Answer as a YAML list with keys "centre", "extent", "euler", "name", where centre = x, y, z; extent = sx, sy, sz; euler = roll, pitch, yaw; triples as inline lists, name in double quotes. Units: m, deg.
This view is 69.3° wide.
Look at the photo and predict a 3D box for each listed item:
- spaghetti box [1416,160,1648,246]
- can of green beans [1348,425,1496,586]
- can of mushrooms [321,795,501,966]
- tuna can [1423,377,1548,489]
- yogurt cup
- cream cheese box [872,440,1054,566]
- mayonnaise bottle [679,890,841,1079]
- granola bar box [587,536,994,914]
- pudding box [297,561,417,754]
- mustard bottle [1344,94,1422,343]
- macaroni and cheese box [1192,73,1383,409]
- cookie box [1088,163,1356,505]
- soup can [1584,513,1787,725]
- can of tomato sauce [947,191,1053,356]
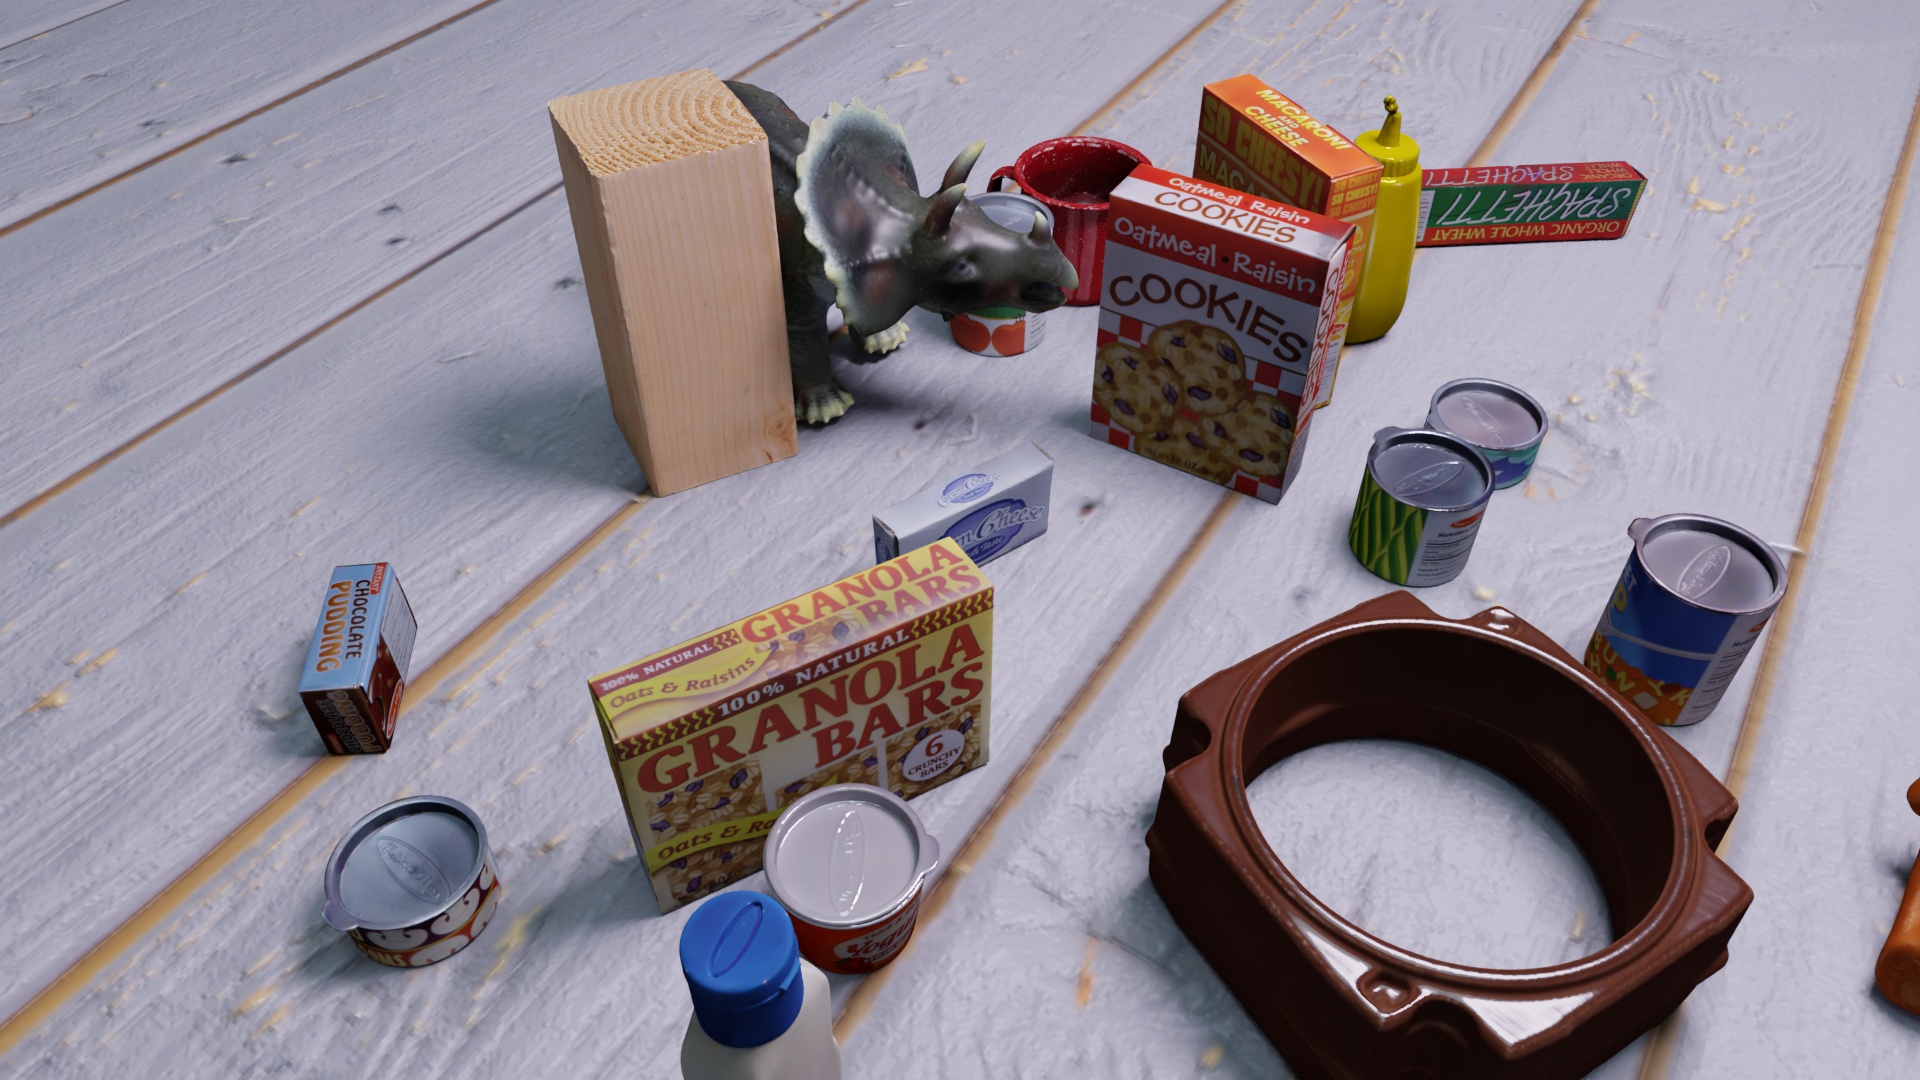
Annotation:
- centre: [0.352, -0.235, 0.980]
  extent: [0.250, 0.049, 0.029]
  euler: [-3, 44, -4]
  name: "spaghetti box"
- centre: [0.247, -0.018, 0.749]
  extent: [0.071, 0.057, 0.071]
  euler: [0, 44, 0]
  name: "can of green beans"
- centre: [-0.235, 0.147, 0.594]
  extent: [0.071, 0.033, 0.071]
  euler: [0, 44, 0]
  name: "can of mushrooms"
- centre: [0.303, -0.062, 0.813]
  extent: [0.071, 0.032, 0.071]
  euler: [0, 44, 0]
  name: "tuna can"
- centre: [-0.046, 0.145, 0.583]
  extent: [0.072, 0.053, 0.073]
  euler: [0, 44, 0]
  name: "yogurt cup"
- centre: [0.003, -0.009, 0.742]
  extent: [0.104, 0.053, 0.024]
  euler: [-26, 50, -25]
  name: "cream cheese box"
- centre: [-0.070, 0.176, 0.483]
  extent: [0.041, 0.147, 0.065]
  euler: [17, 47, 17]
  name: "mayonnaise bottle"
- centre: [-0.067, 0.079, 0.600]
  extent: [0.166, 0.123, 0.039]
  euler: [-22, 48, -21]
  name: "granola bar box"
- centre: [-0.291, 0.056, 0.675]
  extent: [0.030, 0.049, 0.084]
  euler: [-5, 44, -5]
  name: "pudding box"
- centre: [0.257, -0.202, 0.866]
  extent: [0.049, 0.159, 0.065]
  euler: [-15, 46, -15]
  name: "mustard bottle"
- centre: [0.185, -0.176, 0.834]
  extent: [0.040, 0.165, 0.124]
  euler: [-20, 48, -19]
  name: "macaroni and cheese box"
- centre: [0.139, -0.112, 0.768]
  extent: [0.123, 0.166, 0.040]
  euler: [23, 49, 22]
  name: "cookie box"
- centre: [0.347, 0.038, 0.674]
  extent: [0.071, 0.083, 0.072]
  euler: [0, 44, 0]
  name: "soup can"
- centre: [0.023, -0.170, 0.886]
  extent: [0.071, 0.082, 0.071]
  euler: [0, 44, 0]
  name: "can of tomato sauce"
